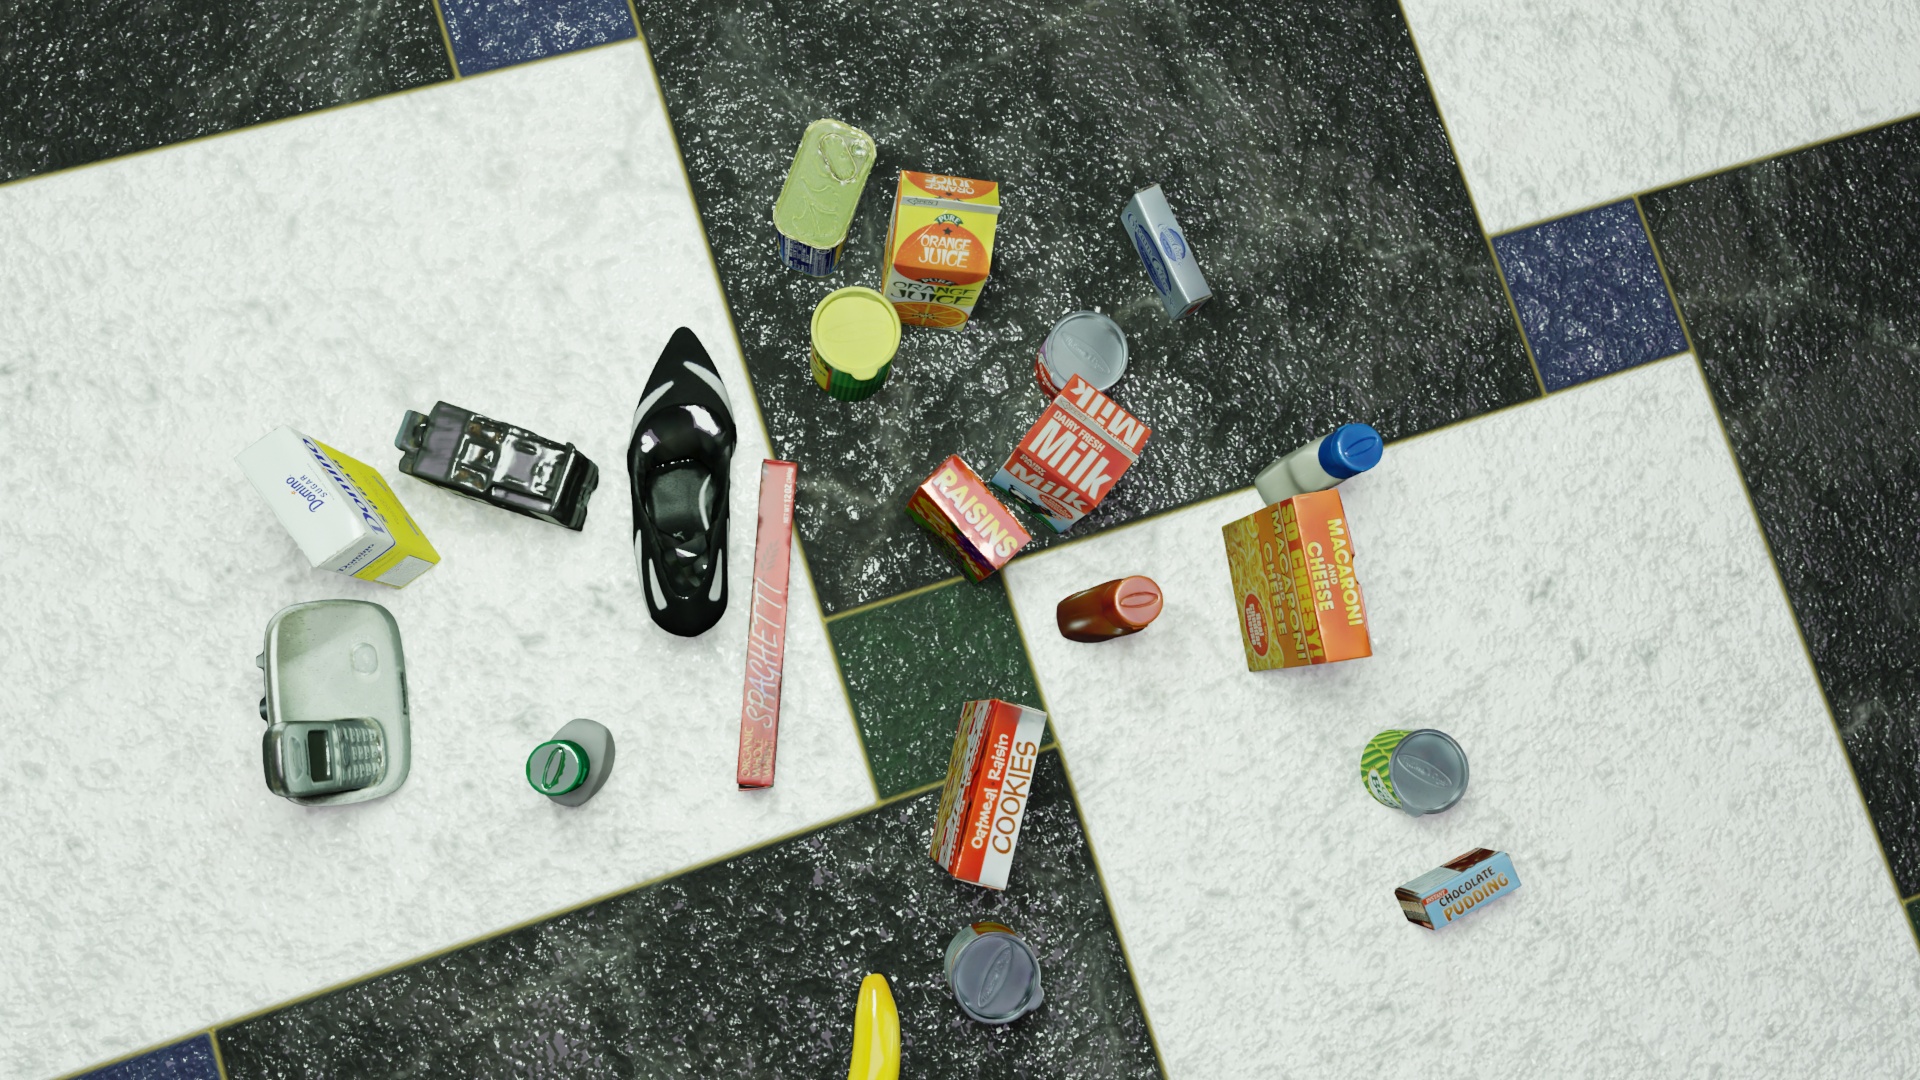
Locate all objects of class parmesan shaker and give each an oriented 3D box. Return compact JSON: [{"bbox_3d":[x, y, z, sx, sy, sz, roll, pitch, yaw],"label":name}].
[{"bbox_3d":[-0.083,-0.146,1.072,0.071,0.103,0.071,1,82,-7],"label":"parmesan shaker"}]

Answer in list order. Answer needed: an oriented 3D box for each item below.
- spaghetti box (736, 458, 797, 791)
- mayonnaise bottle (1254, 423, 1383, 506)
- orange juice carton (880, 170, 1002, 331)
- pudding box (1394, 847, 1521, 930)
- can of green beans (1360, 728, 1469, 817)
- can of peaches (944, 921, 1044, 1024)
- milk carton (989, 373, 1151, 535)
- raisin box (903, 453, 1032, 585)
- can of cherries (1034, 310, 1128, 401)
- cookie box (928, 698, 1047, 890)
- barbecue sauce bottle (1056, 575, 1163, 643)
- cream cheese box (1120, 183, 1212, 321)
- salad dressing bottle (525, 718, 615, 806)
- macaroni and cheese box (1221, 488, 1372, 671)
[{"bbox_3d":[-0.148,0.064,1.061,0.029,0.050,0.250,4,82,-7],"label":"spaghetti box"},{"bbox_3d":[0.282,-0.059,1.086,0.065,0.148,0.041,-27,87,-10],"label":"mayonnaise bottle"},{"bbox_3d":[-0.018,-0.221,1.046,0.072,0.192,0.073,6,82,-7],"label":"orange juice carton"},{"bbox_3d":[0.395,0.276,1.104,0.084,0.049,0.030,-24,86,-10],"label":"pudding box"},{"bbox_3d":[0.361,0.183,1.108,0.071,0.057,0.071,1,82,-7],"label":"can of green beans"},{"bbox_3d":[0.025,0.325,1.043,0.071,0.058,0.071,1,82,-7],"label":"can of peaches"},{"bbox_3d":[0.083,-0.065,1.039,0.072,0.190,0.073,37,80,-1],"label":"milk carton"},{"bbox_3d":[0.004,-0.013,1.055,0.040,0.123,0.086,-42,89,-10],"label":"raisin box"},{"bbox_3d":[0.094,-0.143,1.118,0.071,0.058,0.071,1,82,-7],"label":"can of cherries"},{"bbox_3d":[0.016,0.179,1.007,0.040,0.167,0.123,15,81,-5],"label":"cookie box"},{"bbox_3d":[0.116,0.052,1.048,0.065,0.148,0.043,-7,84,-8],"label":"barbecue sauce bottle"},{"bbox_3d":[0.168,-0.236,1.144,0.024,0.053,0.104,-24,86,-10],"label":"cream cheese box"},{"bbox_3d":[-0.275,0.158,0.981,0.044,0.147,0.064,18,81,-5],"label":"salad dressing bottle"},{"bbox_3d":[0.253,0.034,1.060,0.040,0.166,0.124,-9,84,-9],"label":"macaroni and cheese box"}]
